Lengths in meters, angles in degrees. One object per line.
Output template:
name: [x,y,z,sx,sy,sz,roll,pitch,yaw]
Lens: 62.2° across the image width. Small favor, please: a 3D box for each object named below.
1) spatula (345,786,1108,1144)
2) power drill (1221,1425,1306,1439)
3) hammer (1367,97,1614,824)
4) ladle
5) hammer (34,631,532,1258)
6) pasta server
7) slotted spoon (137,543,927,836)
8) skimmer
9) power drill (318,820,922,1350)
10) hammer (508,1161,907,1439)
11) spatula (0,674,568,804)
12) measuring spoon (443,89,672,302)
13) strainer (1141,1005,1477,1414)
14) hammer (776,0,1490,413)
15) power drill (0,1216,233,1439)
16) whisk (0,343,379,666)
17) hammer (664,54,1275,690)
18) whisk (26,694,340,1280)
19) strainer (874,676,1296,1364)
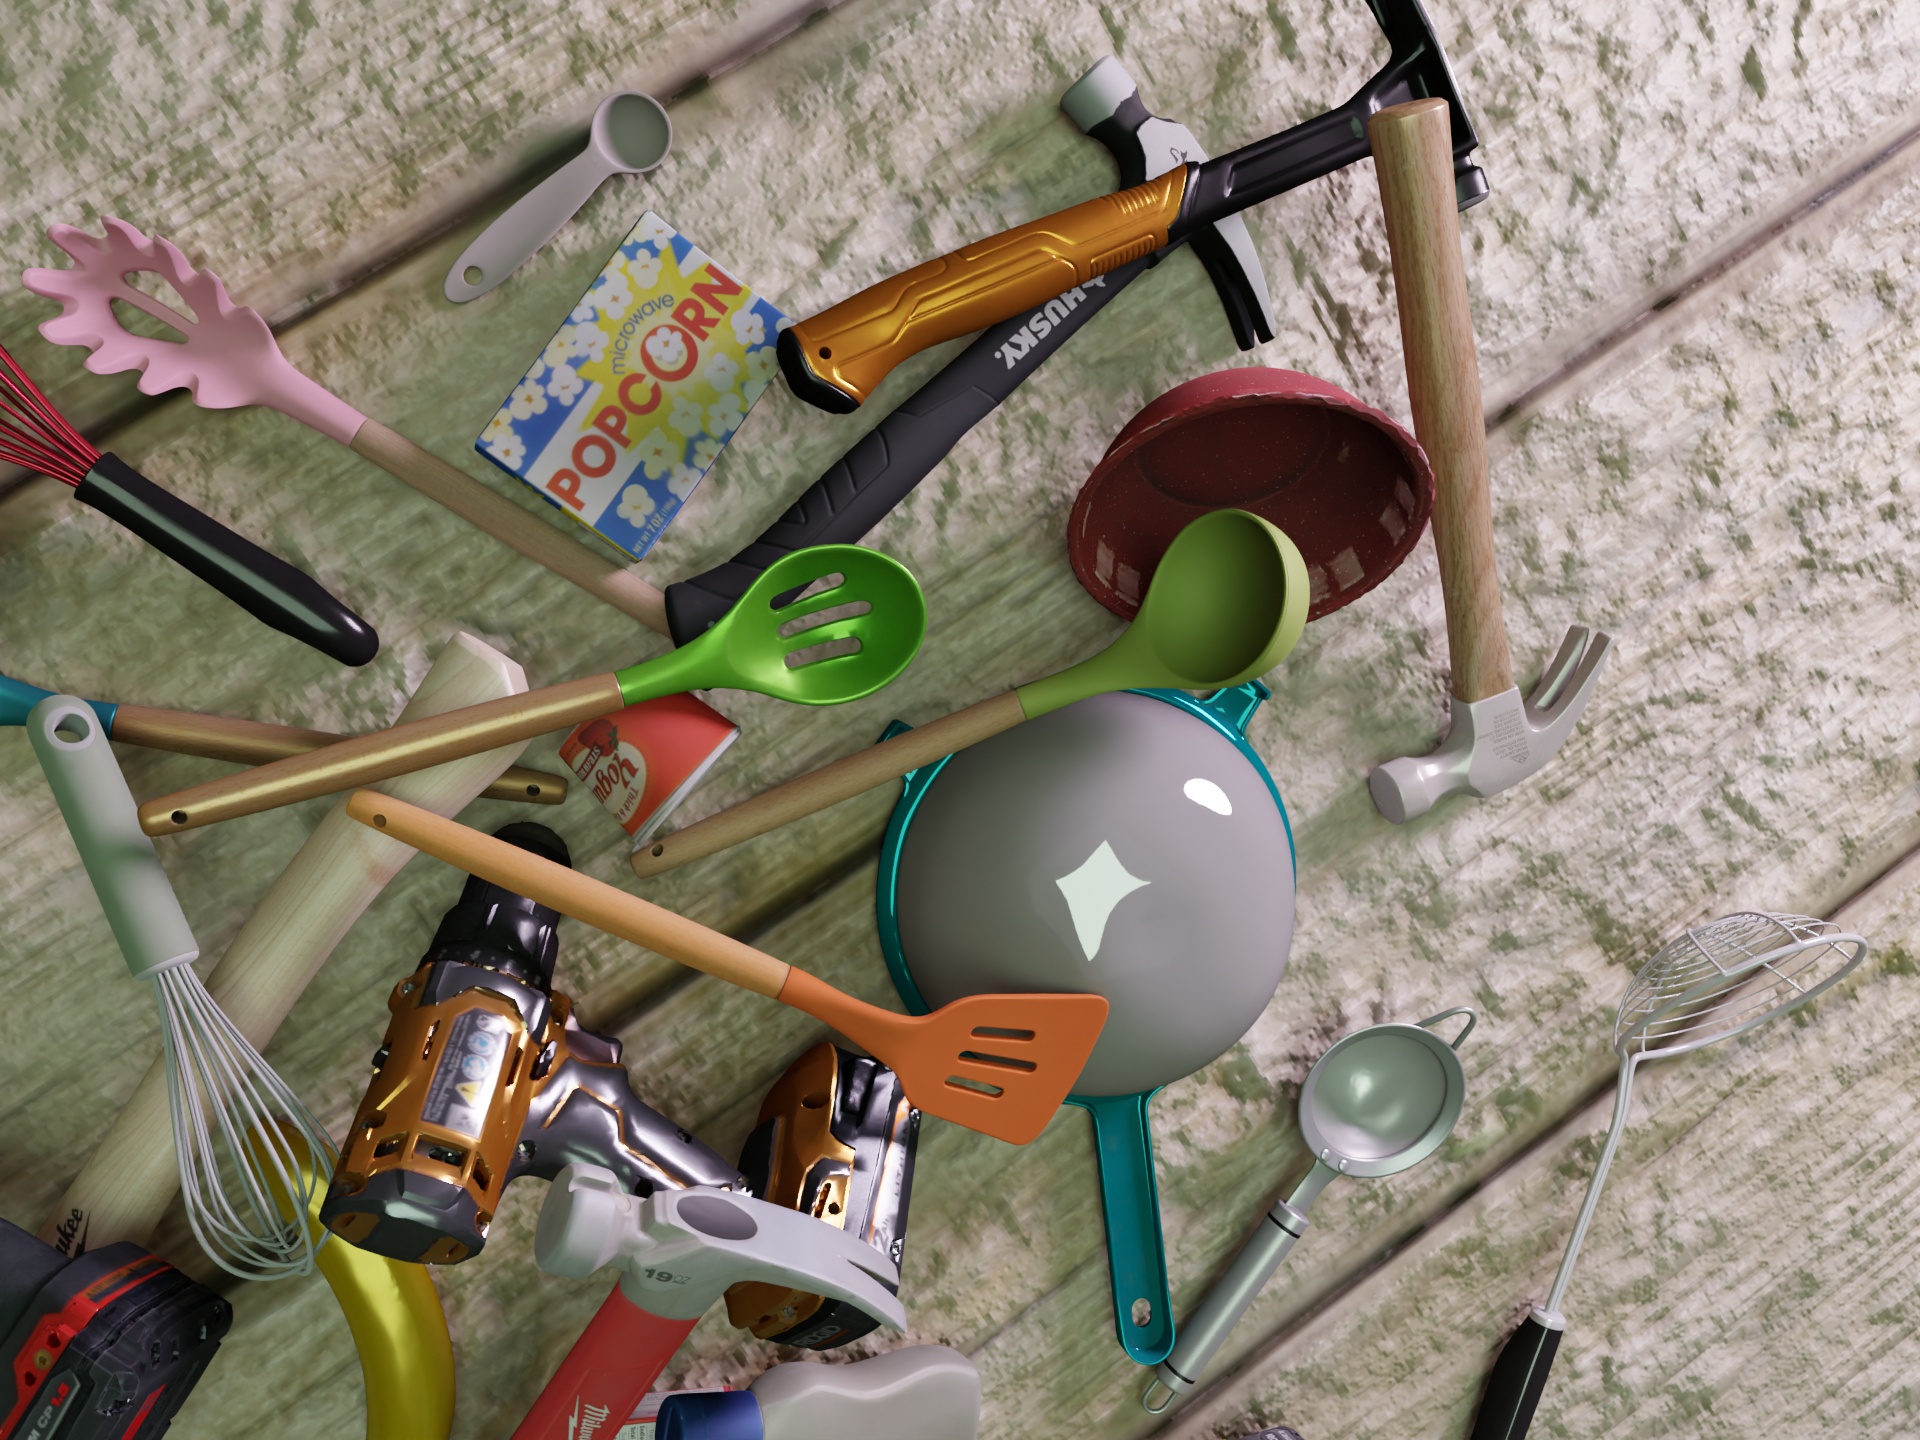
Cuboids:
spatula: [-0.095,0.095,0.655,0.322,0.041,0.081,24,107,-7]
power drill: [0.078,0.408,0.719,0.223,0.171,0.080,-8,96,-15]
hammer: [0.233,-0.117,0.743,0.130,0.031,0.331,-20,113,-12]
ladle: [-0.001,-0.002,0.688,0.320,0.062,0.078,-23,59,4]
hammer: [-0.318,0.135,0.655,0.146,0.038,0.410,34,88,-2]
pasta server: [-0.231,-0.106,0.673,0.316,0.040,0.060,31,96,-14]
slotted spoon: [-0.163,-0.007,0.639,0.313,0.031,0.070,-17,111,-17]
skimmer: [0.345,0.262,0.805,0.127,0.090,0.363,17,93,-45]
power drill: [-0.131,0.154,0.675,0.226,0.084,0.186,24,49,-20]
hammer: [-0.174,0.332,0.647,0.143,0.038,0.386,24,114,-24]
spatula: [-0.324,0.010,0.658,0.317,0.044,0.082,9,103,-15]
measuring spoon: [-0.176,-0.224,0.690,0.124,0.018,0.034,-42,104,0]
strainer: [0.166,0.239,0.790,0.086,0.050,0.258,35,92,-17]
hammer: [0.072,-0.225,0.695,0.337,0.034,0.127,-27,99,-12]
power drill: [-0.420,0.235,0.596,0.226,0.080,0.188,32,88,3]
whisk: [-0.364,-0.110,0.634,0.295,0.073,0.073,36,86,-18]
hammer: [-0.001,-0.137,0.714,0.335,0.035,0.146,-45,102,-9]
whisk: [-0.305,0.102,0.617,0.058,0.059,0.246,-22,86,-41]
strainer: [0.080,0.148,0.734,0.211,0.095,0.340,-8,95,-12]
